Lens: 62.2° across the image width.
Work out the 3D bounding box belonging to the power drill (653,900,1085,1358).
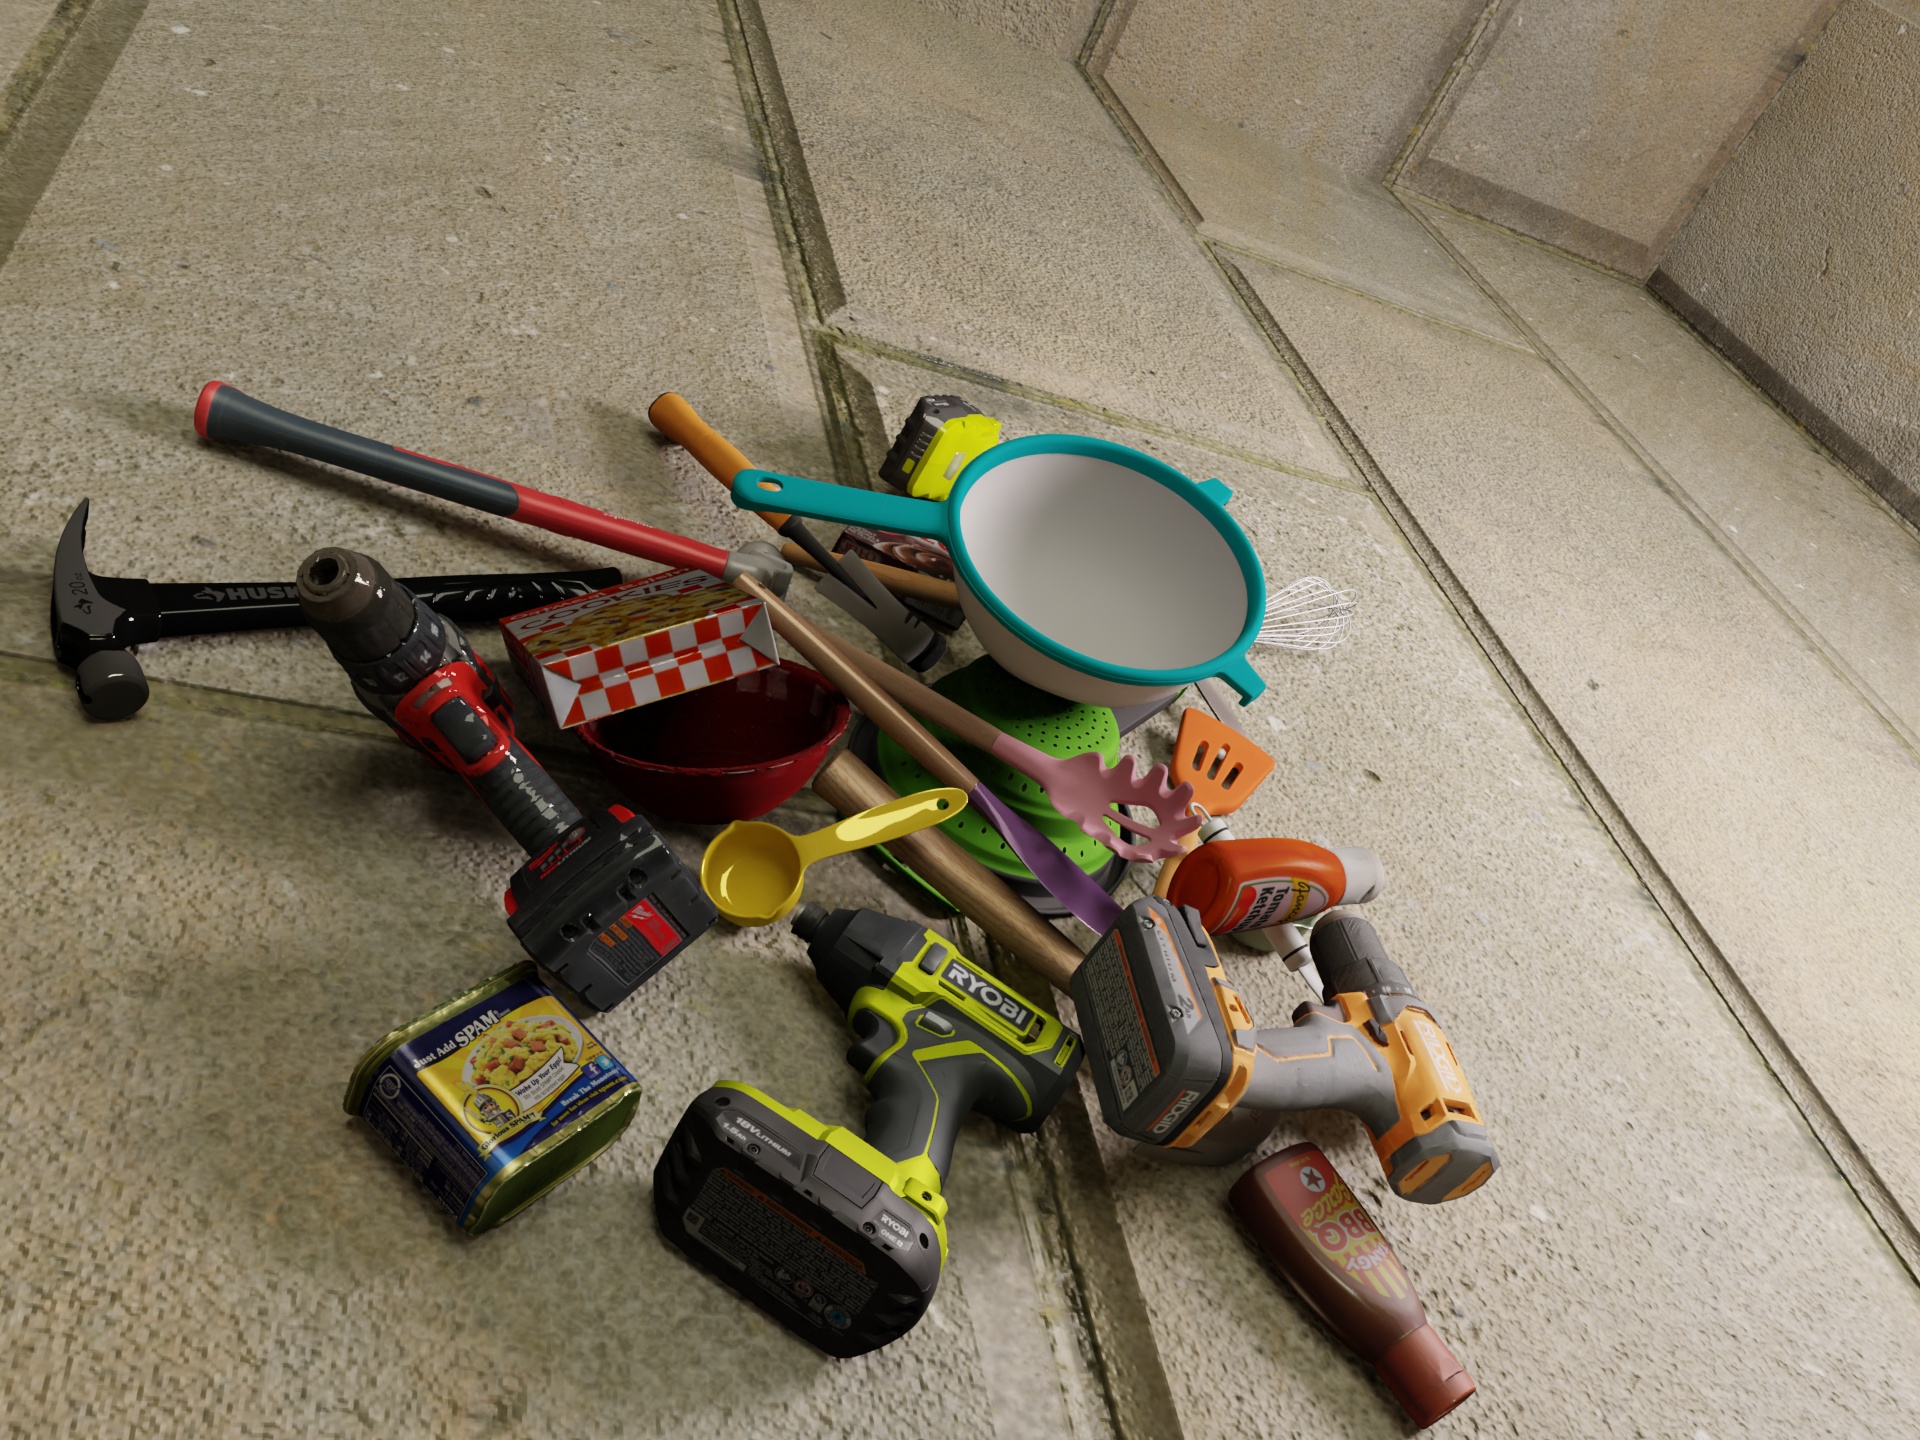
[{"bbox_3d":[-0.047,0.184,0.786,0.171,0.080,0.223,33,30,6],"label":"power drill"}]

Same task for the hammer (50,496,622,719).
[{"bbox_3d":[-0.353,-0.074,0.942,0.334,0.035,0.146,-7,48,-40],"label":"hammer"}]

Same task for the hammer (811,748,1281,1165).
[{"bbox_3d":[0.047,0.133,0.921,0.331,0.031,0.130,39,36,3],"label":"hammer"}]

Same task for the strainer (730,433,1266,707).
[{"bbox_3d":[0.019,-0.090,1.005,0.340,0.095,0.211,9,49,-12],"label":"strainer"}]

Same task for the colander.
[{"bbox_3d":[0.080,-0.004,1.099,0.205,0.094,0.397,39,36,16],"label":"colander"}]

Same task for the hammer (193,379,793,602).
[{"bbox_3d":[-0.298,-0.143,1.033,0.386,0.038,0.143,16,10,-12],"label":"hammer"}]

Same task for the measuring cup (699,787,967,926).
[{"bbox_3d":[-0.069,0.072,0.896,0.156,0.029,0.062,-18,65,-12],"label":"measuring cup"}]

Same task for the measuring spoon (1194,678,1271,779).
[{"bbox_3d":[0.202,0.000,1.235,0.034,0.018,0.124,-5,54,-33],"label":"measuring spoon"}]

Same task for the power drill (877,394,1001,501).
[{"bbox_3d":[0.053,-0.171,1.288,0.228,0.080,0.190,35,19,9],"label":"power drill"}]

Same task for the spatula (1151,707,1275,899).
[{"bbox_3d":[0.157,0.073,1.075,0.081,0.041,0.323,33,24,3],"label":"spatula"}]

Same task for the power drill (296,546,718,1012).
[{"bbox_3d":[-0.230,0.022,0.783,0.080,0.187,0.227,-40,68,-12],"label":"power drill"}]

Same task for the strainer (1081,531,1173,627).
[{"bbox_3d":[0.172,-0.127,1.183,0.151,0.069,0.256,38,28,15],"label":"strainer"}]

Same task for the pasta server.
[{"bbox_3d":[-0.002,-0.003,0.954,0.316,0.040,0.060,30,70,12],"label":"pasta server"}]

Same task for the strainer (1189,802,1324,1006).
[{"bbox_3d":[0.217,0.157,0.999,0.087,0.050,0.259,-11,61,-44],"label":"strainer"}]

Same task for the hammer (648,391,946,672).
[{"bbox_3d":[-0.139,-0.155,1.137,0.337,0.034,0.127,44,2,38],"label":"hammer"}]

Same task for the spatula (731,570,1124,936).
[{"bbox_3d":[-0.013,0.024,0.927,0.316,0.018,0.060,43,21,-2],"label":"spatula"}]

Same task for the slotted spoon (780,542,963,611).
[{"bbox_3d":[0.015,-0.085,1.150,0.314,0.031,0.070,16,10,12],"label":"slotted spoon"}]

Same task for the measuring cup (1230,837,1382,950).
[{"bbox_3d":[0.235,0.118,1.101,0.167,0.038,0.083,-5,46,-42],"label":"measuring cup"}]

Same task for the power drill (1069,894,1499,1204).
[{"bbox_3d":[0.176,0.164,0.882,0.226,0.084,0.186,17,36,-24],"label":"power drill"}]

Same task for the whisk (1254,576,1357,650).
[{"bbox_3d":[0.236,-0.078,1.347,0.284,0.070,0.070,-12,50,-37],"label":"whisk"}]
